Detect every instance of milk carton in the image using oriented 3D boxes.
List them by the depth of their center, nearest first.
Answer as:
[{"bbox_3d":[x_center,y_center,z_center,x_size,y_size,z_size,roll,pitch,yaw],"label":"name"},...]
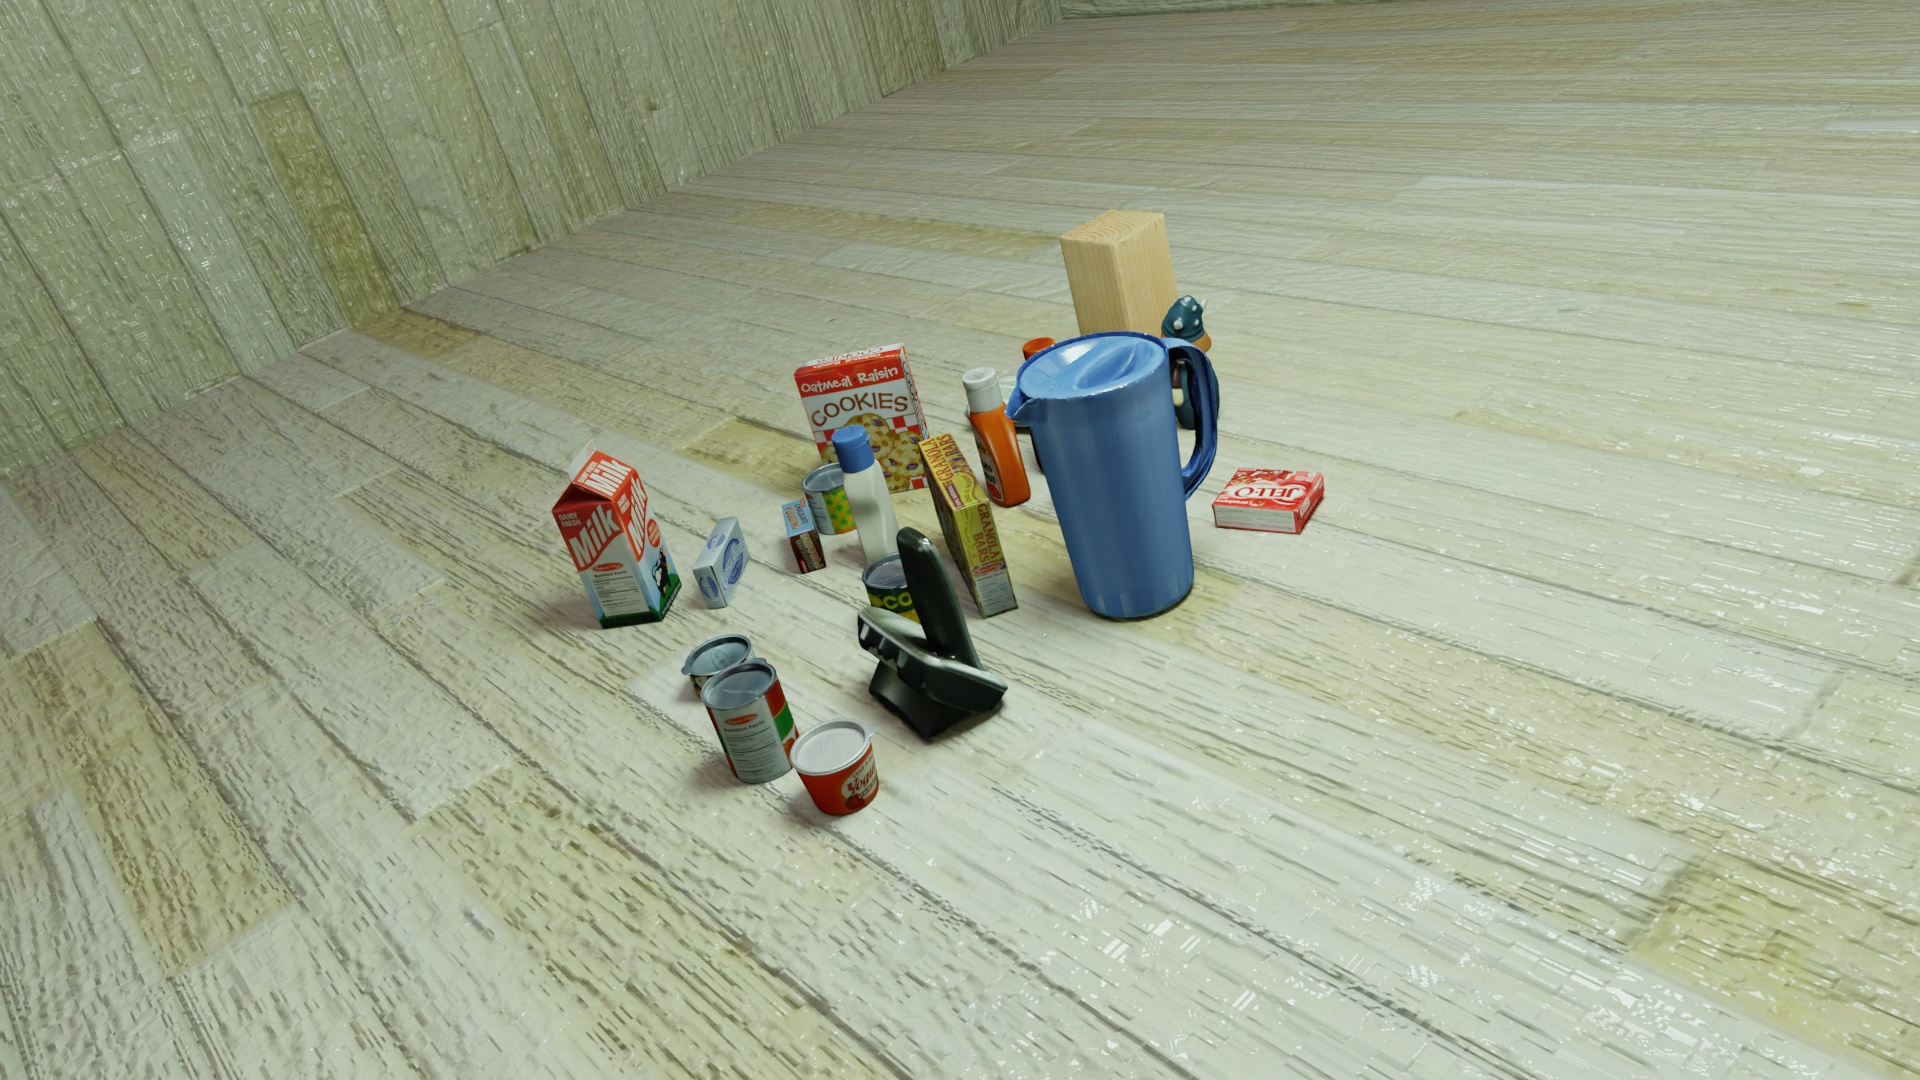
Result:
[{"bbox_3d":[-0.366,-0.008,1.459,0.073,0.189,0.073,-8,29,13],"label":"milk carton"}]

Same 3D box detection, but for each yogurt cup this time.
[{"bbox_3d":[-0.099,0.186,1.130,0.072,0.053,0.073,-12,29,7],"label":"yogurt cup"}]

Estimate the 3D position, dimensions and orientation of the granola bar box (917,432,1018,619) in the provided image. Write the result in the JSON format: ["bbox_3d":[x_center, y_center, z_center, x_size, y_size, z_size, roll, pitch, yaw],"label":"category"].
[{"bbox_3d":[0.005,-0.017,1.362,0.039,0.123,0.166,-18,29,-5],"label":"granola bar box"}]

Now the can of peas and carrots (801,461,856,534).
[{"bbox_3d":[-0.136,-0.049,1.554,0.071,0.058,0.071,-12,29,7],"label":"can of peas and carrots"}]

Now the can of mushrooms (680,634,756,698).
[{"bbox_3d":[-0.229,0.122,1.326,0.071,0.033,0.071,-12,29,7],"label":"can of mushrooms"}]

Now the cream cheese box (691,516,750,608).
[{"bbox_3d":[-0.255,0.023,1.492,0.024,0.053,0.104,-9,30,13],"label":"cream cheese box"}]

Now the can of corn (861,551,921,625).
[{"bbox_3d":[-0.055,0.052,1.338,0.071,0.058,0.071,-12,29,7],"label":"can of corn"}]

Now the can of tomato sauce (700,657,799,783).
[{"bbox_3d":[-0.177,0.155,1.193,0.071,0.082,0.071,-12,29,7],"label":"can of tomato sauce"}]

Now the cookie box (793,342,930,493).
[{"bbox_3d":[-0.104,-0.131,1.570,0.123,0.166,0.040,-10,29,11],"label":"cookie box"}]

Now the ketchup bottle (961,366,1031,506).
[{"bbox_3d":[0.037,-0.112,1.488,0.043,0.148,0.065,-22,29,-11],"label":"ketchup bottle"}]

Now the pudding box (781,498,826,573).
[{"bbox_3d":[-0.170,-0.006,1.505,0.030,0.049,0.084,-18,29,-4],"label":"pudding box"}]

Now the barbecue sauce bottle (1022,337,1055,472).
[{"bbox_3d":[0.101,-0.148,1.519,0.065,0.148,0.044,-22,29,-11],"label":"barbecue sauce bottle"}]

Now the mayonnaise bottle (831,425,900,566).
[{"bbox_3d":[-0.097,-0.047,1.439,0.041,0.147,0.065,-10,29,11],"label":"mayonnaise bottle"}]
